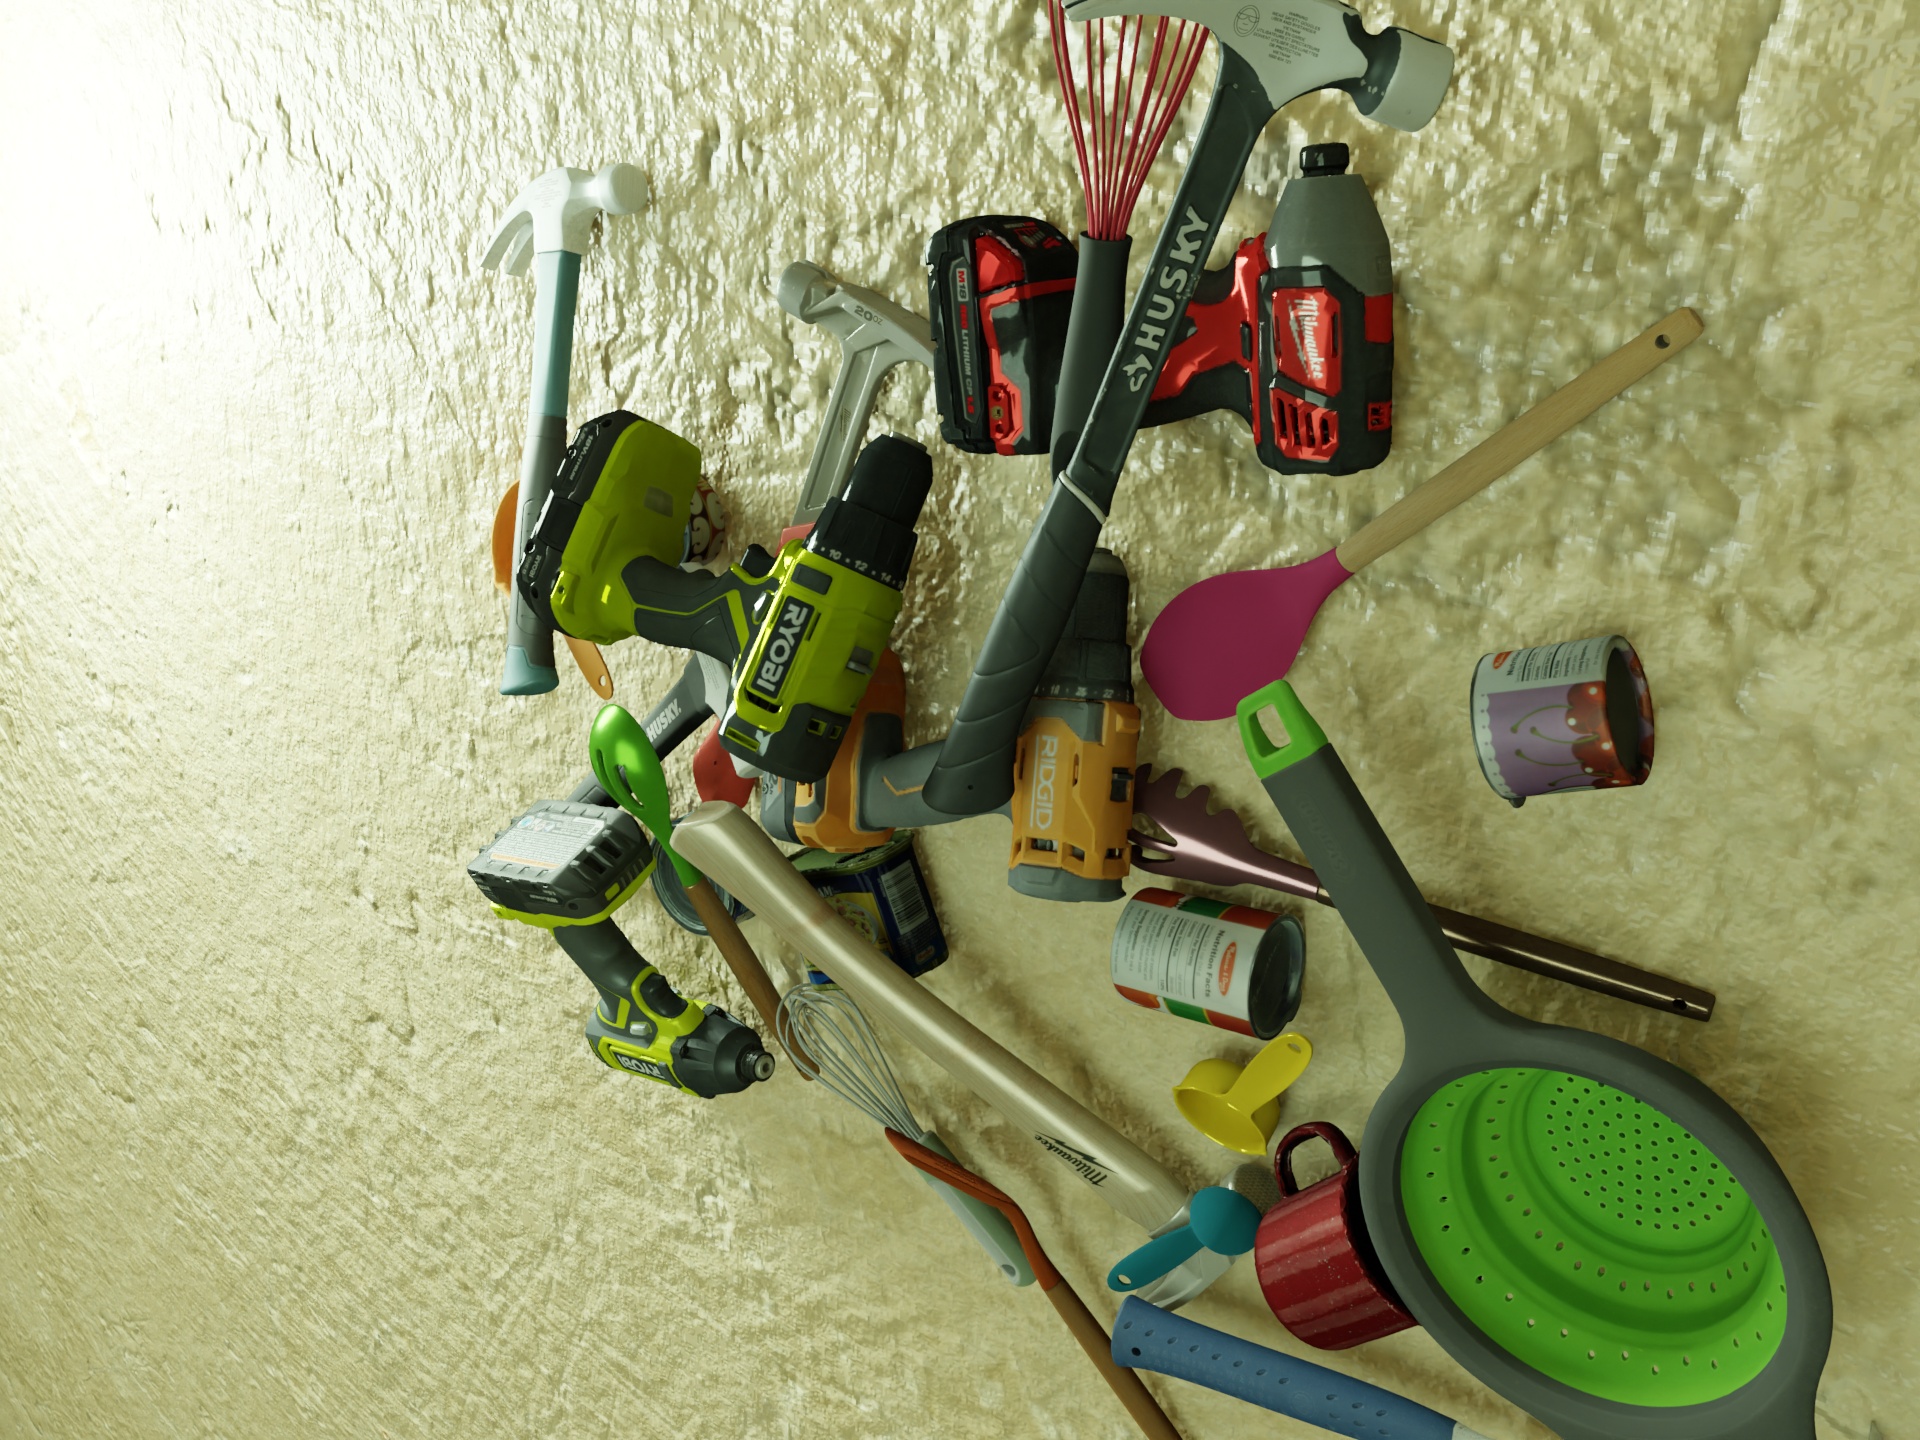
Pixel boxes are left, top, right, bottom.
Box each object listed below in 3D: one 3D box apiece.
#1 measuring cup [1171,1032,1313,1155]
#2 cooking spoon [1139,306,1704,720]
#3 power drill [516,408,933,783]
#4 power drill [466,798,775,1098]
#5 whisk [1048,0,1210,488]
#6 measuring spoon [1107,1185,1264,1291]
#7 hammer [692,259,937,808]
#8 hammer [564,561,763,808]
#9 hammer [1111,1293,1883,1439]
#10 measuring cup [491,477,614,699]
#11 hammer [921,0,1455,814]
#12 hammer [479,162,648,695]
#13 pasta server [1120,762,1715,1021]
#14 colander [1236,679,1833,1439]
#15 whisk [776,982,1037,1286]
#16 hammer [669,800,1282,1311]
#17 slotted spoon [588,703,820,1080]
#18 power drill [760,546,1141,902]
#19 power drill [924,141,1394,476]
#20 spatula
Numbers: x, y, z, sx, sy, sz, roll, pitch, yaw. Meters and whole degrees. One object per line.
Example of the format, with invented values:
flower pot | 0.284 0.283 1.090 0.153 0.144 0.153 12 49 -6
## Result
measuring cup | 0.158 0.186 0.836 0.062 0.029 0.156 34 148 9
cooking spoon | 0.200 -0.088 0.742 0.319 0.017 0.069 -37 83 41
power drill | -0.128 -0.092 0.891 0.229 0.080 0.190 25 93 31
power drill | -0.227 0.166 1.099 0.171 0.080 0.223 3 130 41
whisk | 0.065 -0.227 0.681 0.073 0.073 0.295 23 124 30
measuring spoon | 0.120 0.302 0.894 0.042 0.021 0.128 44 128 1
hammer | -0.092 -0.082 0.962 0.149 0.036 0.358 37 125 22
hammer | -0.222 0.021 1.074 0.334 0.035 0.146 -37 71 49
hammer | 0.269 0.375 0.829 0.406 0.035 0.144 8 111 30
measuring cup | -0.248 -0.085 1.050 0.095 0.052 0.174 -43 66 31
hammer | 0.057 -0.117 0.704 0.149 0.036 0.408 14 123 -11
hammer | -0.261 -0.178 1.004 0.128 0.033 0.331 9 96 39
pasta server | 0.210 0.089 0.798 0.316 0.040 0.060 16 116 28
colander | 0.255 0.147 0.733 0.204 0.094 0.397 -33 85 45
whisk | -0.033 0.271 1.043 0.246 0.059 0.057 49 141 7
hammer | -0.011 0.195 0.947 0.411 0.038 0.146 38 128 6
slotted spoon | -0.162 0.124 1.035 0.070 0.031 0.313 8 133 46
power drill | -0.001 -0.003 0.881 0.226 0.084 0.185 4 90 37
power drill | 0.096 -0.190 0.750 0.220 0.078 0.143 8 111 33
spatula | 0.064 0.375 0.989 0.322 0.041 0.081 54 171 -2
